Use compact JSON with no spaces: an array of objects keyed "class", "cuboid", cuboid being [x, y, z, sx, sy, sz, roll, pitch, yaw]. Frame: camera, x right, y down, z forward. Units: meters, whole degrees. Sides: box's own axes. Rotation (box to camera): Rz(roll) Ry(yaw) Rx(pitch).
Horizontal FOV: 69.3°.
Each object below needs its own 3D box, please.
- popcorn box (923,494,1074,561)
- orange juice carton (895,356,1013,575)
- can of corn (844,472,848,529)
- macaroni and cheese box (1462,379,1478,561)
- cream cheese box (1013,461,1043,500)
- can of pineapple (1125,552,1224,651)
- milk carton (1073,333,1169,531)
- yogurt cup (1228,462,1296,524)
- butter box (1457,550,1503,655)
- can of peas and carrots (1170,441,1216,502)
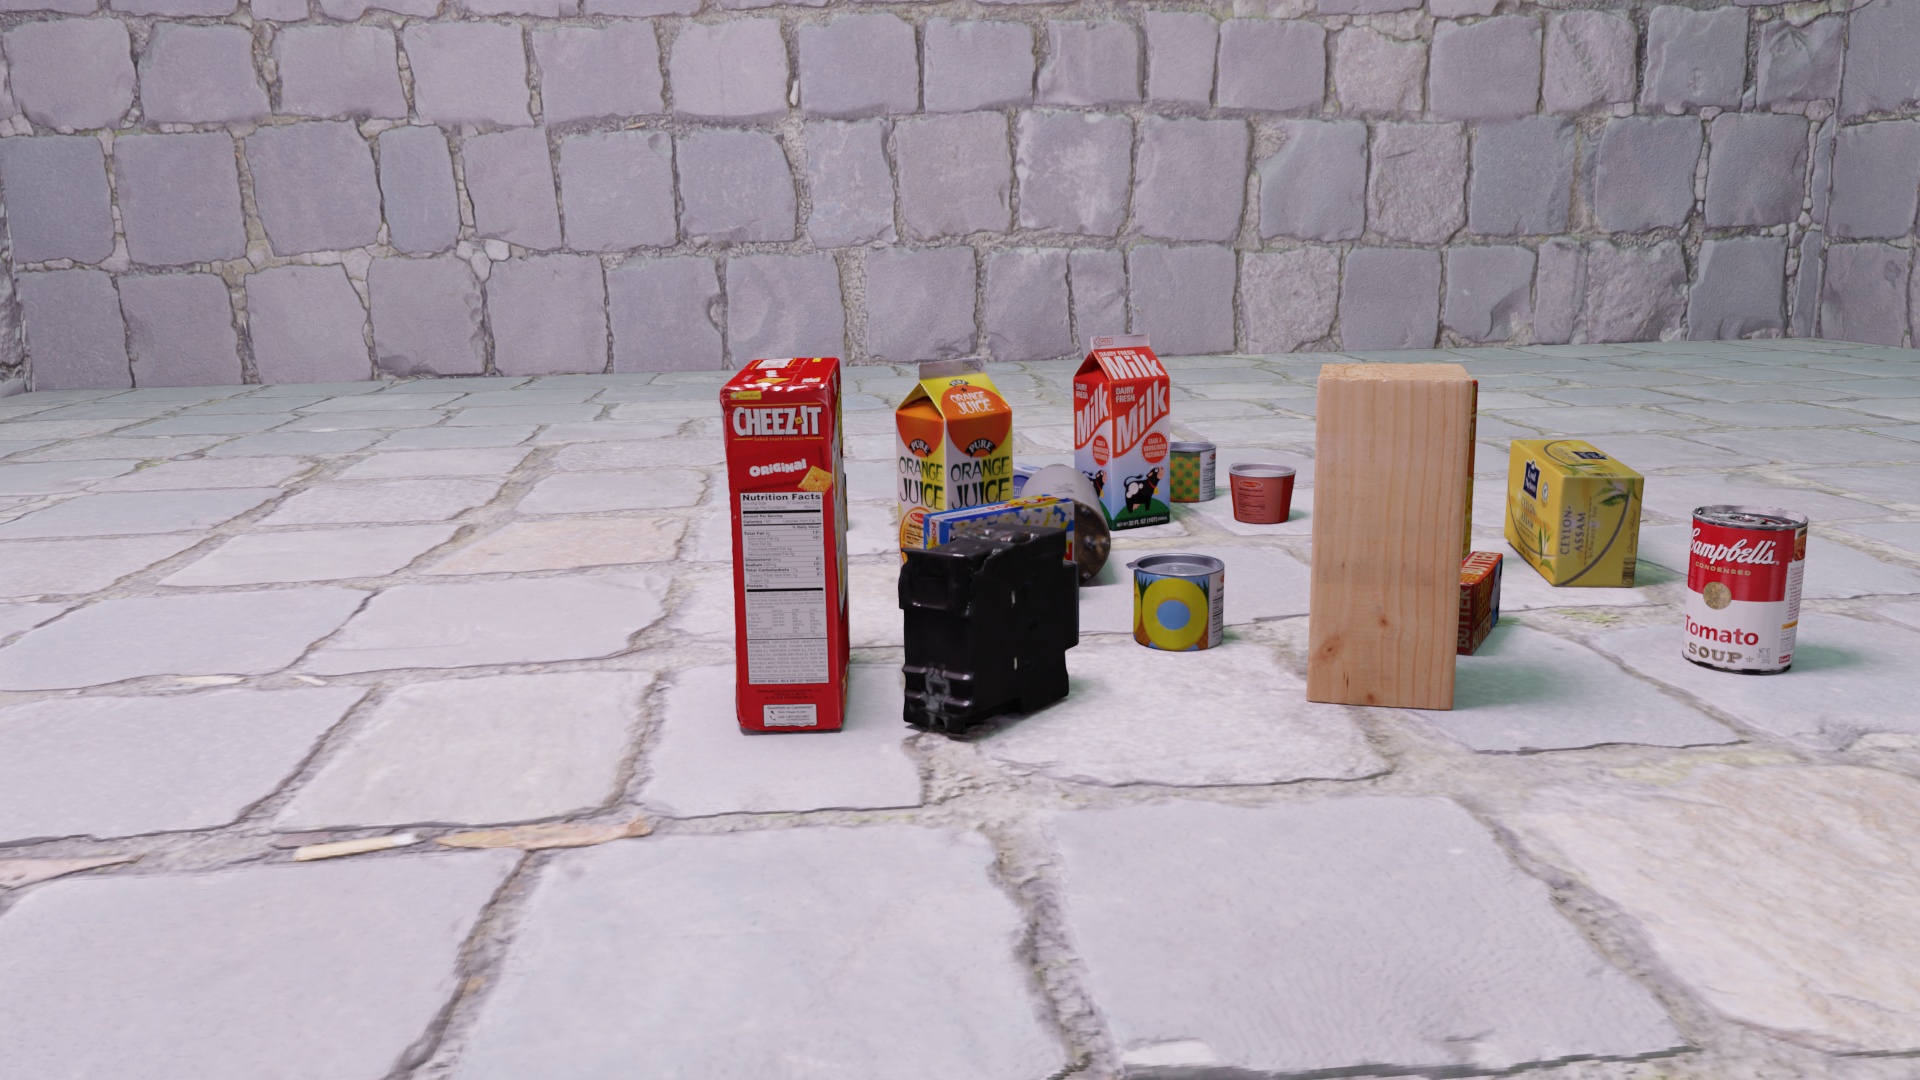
[{"class":"popcorn box","cuboid":[0.031,0.015,1.090,0.127,0.085,0.038,-10,15,-35]},{"class":"orange juice carton","cuboid":[-0.005,-0.055,1.159,0.072,0.192,0.073,-10,15,-37]},{"class":"can of corn","cuboid":[-0.145,-0.038,1.401,0.071,0.058,0.071,-1,12,0]},{"class":"macaroni and cheese box","cuboid":[0.375,-0.047,1.147,0.124,0.166,0.040,-11,15,-37]},{"class":"cream cheese box","cuboid":[0.075,-0.049,1.443,0.024,0.053,0.104,-8,14,-29]},{"class":"can of pineapple","cuboid":[0.157,0.044,1.010,0.071,0.057,0.071,-1,12,0]},{"class":"milk carton","cuboid":[0.162,-0.112,1.400,0.072,0.190,0.073,-7,14,-26]},{"class":"yogurt cup","cuboid":[0.306,-0.048,1.413,0.072,0.053,0.072,-1,12,0]},{"class":"butter box","cuboid":[0.369,0.044,1.003,0.024,0.053,0.104,6,15,31]},{"class":"can of peas and carrots","cuboid":[0.247,-0.076,1.535,0.071,0.058,0.071,-1,12,0]}]
